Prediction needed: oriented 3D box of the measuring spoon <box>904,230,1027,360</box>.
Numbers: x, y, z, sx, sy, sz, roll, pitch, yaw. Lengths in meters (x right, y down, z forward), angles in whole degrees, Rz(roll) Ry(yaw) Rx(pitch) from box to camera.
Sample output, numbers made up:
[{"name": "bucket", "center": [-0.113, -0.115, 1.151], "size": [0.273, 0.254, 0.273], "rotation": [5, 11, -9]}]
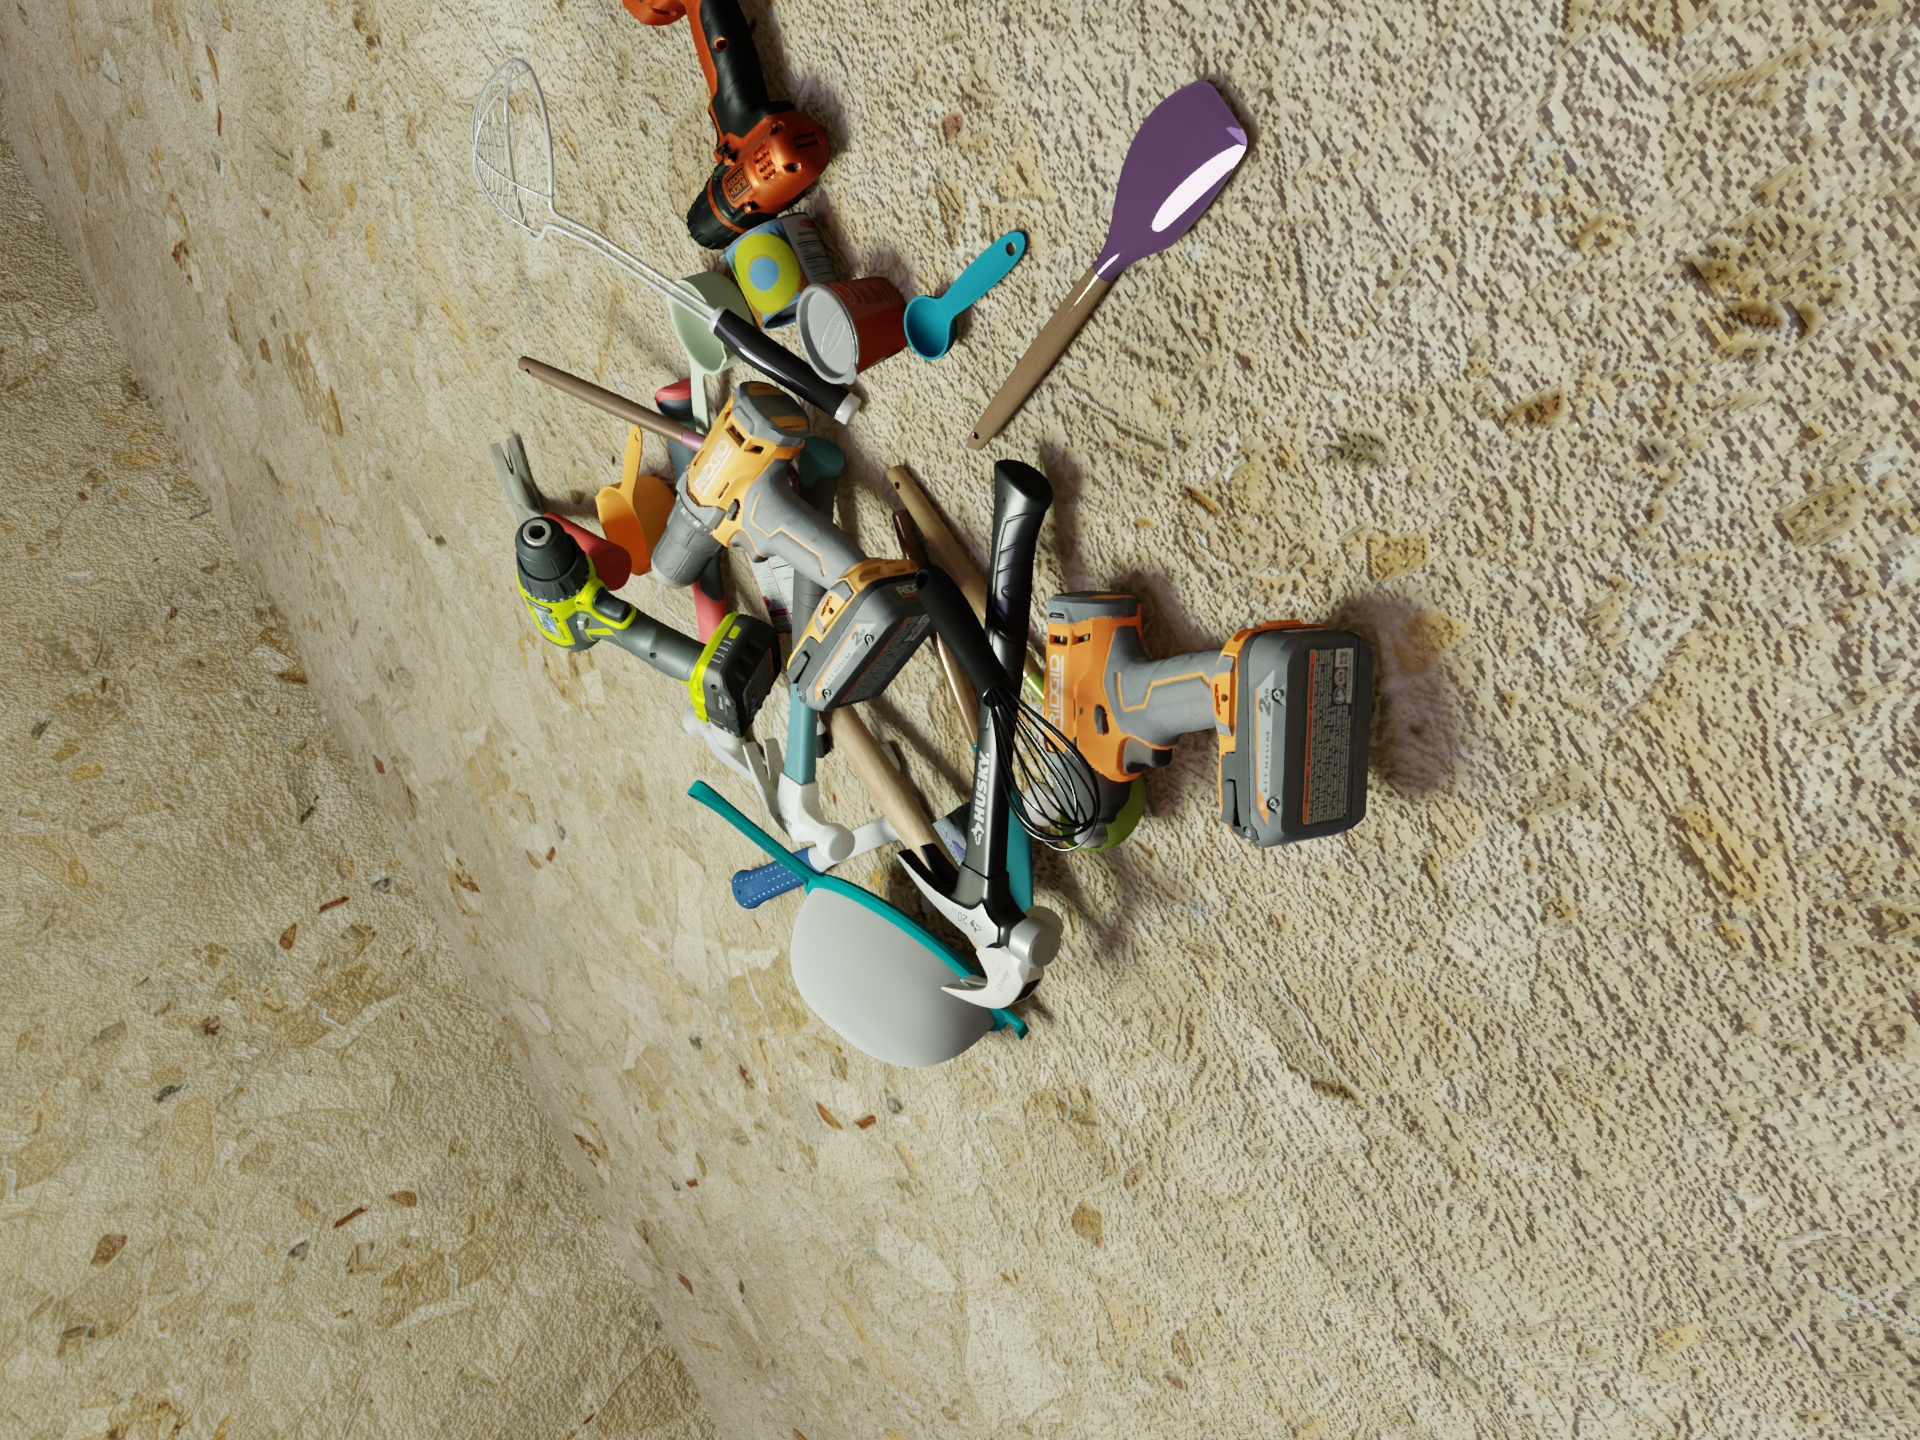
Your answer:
[{"name": "measuring spoon", "center": [0.008, -0.273, 1.010], "size": [0.128, 0.021, 0.042], "rotation": [-30, 87, 50]}]

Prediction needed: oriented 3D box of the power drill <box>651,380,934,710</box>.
[{"name": "power drill", "center": [-0.135, -0.112, 1.184], "size": [0.226, 0.084, 0.185], "rotation": [51, 124, 16]}]

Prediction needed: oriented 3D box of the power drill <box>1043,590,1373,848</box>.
[{"name": "power drill", "center": [0.132, 0.011, 0.946], "size": [0.227, 0.084, 0.164], "rotation": [13, 105, 54]}]

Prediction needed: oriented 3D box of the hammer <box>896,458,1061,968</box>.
[{"name": "hammer", "center": [0.022, -0.009, 1.074], "size": [0.146, 0.035, 0.334], "rotation": [26, 119, 45]}]

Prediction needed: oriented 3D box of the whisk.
[{"name": "whisk", "center": [0.023, -0.015, 0.999], "size": [0.055, 0.055, 0.239], "rotation": [103, 147, -47]}]

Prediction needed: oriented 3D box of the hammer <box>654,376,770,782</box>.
[{"name": "hammer", "center": [-0.220, -0.119, 1.434], "size": [0.143, 0.038, 0.386], "rotation": [32, 137, 39]}]

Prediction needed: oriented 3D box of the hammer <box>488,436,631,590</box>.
[{"name": "hammer", "center": [-0.393, -0.192, 1.570], "size": [0.359, 0.036, 0.149], "rotation": [28, 138, 60]}]

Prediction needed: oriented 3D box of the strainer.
[{"name": "strainer", "center": [-0.115, 0.188, 1.329], "size": [0.340, 0.095, 0.211], "rotation": [41, 160, -16]}]

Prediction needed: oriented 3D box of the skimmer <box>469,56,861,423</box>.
[{"name": "skimmer", "center": [-0.214, -0.347, 1.177], "size": [0.363, 0.090, 0.127], "rotation": [34, 145, 0]}]

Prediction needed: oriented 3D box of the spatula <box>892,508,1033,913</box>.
[{"name": "spatula", "center": [-0.002, -0.004, 1.196], "size": [0.082, 0.044, 0.317], "rotation": [0, 112, 60]}]

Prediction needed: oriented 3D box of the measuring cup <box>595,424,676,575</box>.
[{"name": "measuring cup", "center": [-0.282, -0.209, 1.446], "size": [0.095, 0.052, 0.173], "rotation": [49, 144, 22]}]

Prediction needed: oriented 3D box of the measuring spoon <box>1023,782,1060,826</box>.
[{"name": "measuring spoon", "center": [0.083, 0.063, 1.146], "size": [0.124, 0.018, 0.034], "rotation": [-6, 108, 56]}]

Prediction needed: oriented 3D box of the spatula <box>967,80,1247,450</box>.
[{"name": "spatula", "center": [0.071, -0.249, 0.929], "size": [0.060, 0.018, 0.316], "rotation": [58, 147, 9]}]

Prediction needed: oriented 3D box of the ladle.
[{"name": "ladle", "center": [0.028, -0.050, 1.108], "size": [0.320, 0.062, 0.078], "rotation": [57, 136, 15]}]

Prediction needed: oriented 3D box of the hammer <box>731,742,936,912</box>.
[{"name": "hammer", "center": [-0.128, 0.134, 1.491], "size": [0.144, 0.035, 0.405], "rotation": [63, 149, 0]}]

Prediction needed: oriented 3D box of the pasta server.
[{"name": "pasta server", "center": [-0.254, -0.242, 1.321], "size": [0.316, 0.040, 0.060], "rotation": [27, 140, 21]}]

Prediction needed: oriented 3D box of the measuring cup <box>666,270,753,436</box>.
[{"name": "measuring cup", "center": [-0.197, -0.288, 1.279], "size": [0.083, 0.038, 0.167], "rotation": [47, 153, 23]}]

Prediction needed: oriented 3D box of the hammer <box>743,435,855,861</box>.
[{"name": "hammer", "center": [-0.121, -0.059, 1.267], "size": [0.128, 0.033, 0.330], "rotation": [29, 121, 44]}]

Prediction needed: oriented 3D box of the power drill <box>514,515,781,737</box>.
[{"name": "power drill", "center": [-0.272, -0.084, 1.351], "size": [0.228, 0.080, 0.190], "rotation": [26, 161, 5]}]

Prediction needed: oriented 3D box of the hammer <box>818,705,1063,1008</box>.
[{"name": "hammer", "center": [-0.037, 0.085, 1.247], "size": [0.332, 0.031, 0.130], "rotation": [53, 138, 31]}]
